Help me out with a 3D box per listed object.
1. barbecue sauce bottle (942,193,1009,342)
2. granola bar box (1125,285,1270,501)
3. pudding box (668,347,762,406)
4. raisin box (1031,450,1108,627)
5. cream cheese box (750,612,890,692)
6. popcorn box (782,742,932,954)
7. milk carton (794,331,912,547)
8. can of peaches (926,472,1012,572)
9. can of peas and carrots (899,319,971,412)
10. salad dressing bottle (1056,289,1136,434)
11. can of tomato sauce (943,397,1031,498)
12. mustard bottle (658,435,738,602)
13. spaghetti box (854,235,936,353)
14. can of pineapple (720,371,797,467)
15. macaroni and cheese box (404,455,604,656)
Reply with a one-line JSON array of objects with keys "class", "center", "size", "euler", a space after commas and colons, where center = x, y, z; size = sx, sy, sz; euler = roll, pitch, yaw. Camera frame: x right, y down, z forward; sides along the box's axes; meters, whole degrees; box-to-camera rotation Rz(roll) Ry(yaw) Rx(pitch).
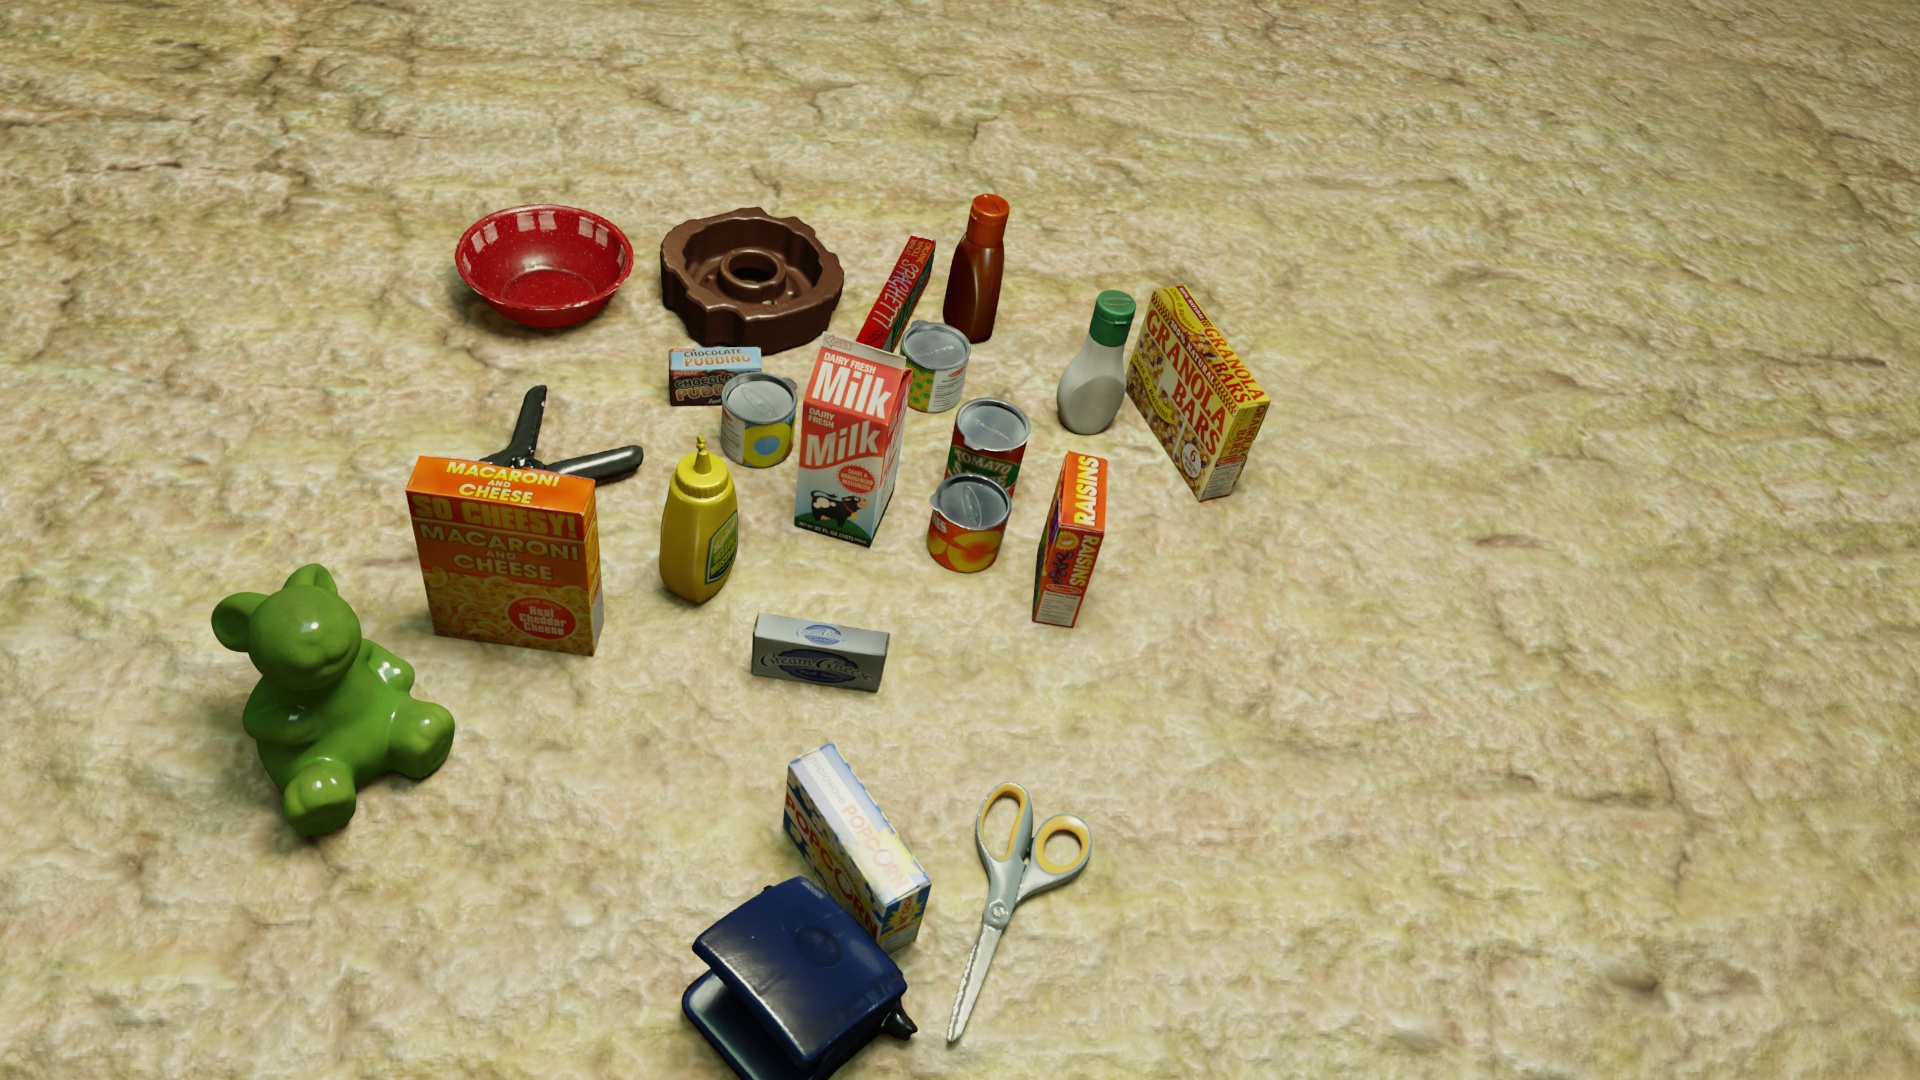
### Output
[{"class": "barbecue sauce bottle", "center": [0.017, -0.267, 1.358], "size": [0.044, 0.147, 0.065], "euler": [-16, 54, -24]}, {"class": "granola bar box", "center": [0.218, -0.139, 1.301], "size": [0.039, 0.123, 0.166], "euler": [-11, 52, -21]}, {"class": "pudding box", "center": [-0.224, -0.150, 1.270], "size": [0.084, 0.049, 0.030], "euler": [-2, 49, -14]}, {"class": "raisin box", "center": [0.090, 0.000, 1.150], "size": [0.040, 0.122, 0.086], "euler": [11, 47, -2]}, {"class": "cream cheese box", "center": [-0.109, 0.088, 1.077], "size": [0.104, 0.053, 0.024], "euler": [9, 48, -4]}, {"class": "popcorn box", "center": [-0.074, 0.212, 0.951], "size": [0.038, 0.084, 0.127], "euler": [-23, 57, -29]}, {"class": "milk carton", "center": [-0.089, -0.090, 1.148], "size": [0.072, 0.189, 0.074], "euler": [17, 48, 4]}, {"class": "can of peaches", "center": [0.004, -0.015, 1.190], "size": [0.071, 0.057, 0.071], "euler": [6, 48, -7]}, {"class": "can of peas and carrots", "center": [-0.028, -0.165, 1.318], "size": [0.071, 0.058, 0.071], "euler": [6, 48, -7]}, {"class": "salad dressing bottle", "center": [0.129, -0.165, 1.290], "size": [0.064, 0.146, 0.044], "euler": [-3, 50, -15]}, {"class": "can of tomato sauce", "center": [0.022, -0.073, 1.229], "size": [0.071, 0.082, 0.071], "euler": [6, 48, -7]}, {"class": "mustard bottle", "center": [-0.203, -0.020, 1.083], "size": [0.049, 0.159, 0.066], "euler": [25, 49, 11]}, {"class": "spaghetti box", "center": [-0.073, -0.210, 1.354], "size": [0.029, 0.049, 0.251], "euler": [17, 47, 4]}, {"class": "can of pineapple", "center": [-0.178, -0.107, 1.235], "size": [0.071, 0.057, 0.071], "euler": [6, 48, -7]}, {"class": "macaroni and cheese box", "center": [-0.331, 0.014, 1.021], "size": [0.124, 0.165, 0.040], "euler": [8, 48, -5]}]
